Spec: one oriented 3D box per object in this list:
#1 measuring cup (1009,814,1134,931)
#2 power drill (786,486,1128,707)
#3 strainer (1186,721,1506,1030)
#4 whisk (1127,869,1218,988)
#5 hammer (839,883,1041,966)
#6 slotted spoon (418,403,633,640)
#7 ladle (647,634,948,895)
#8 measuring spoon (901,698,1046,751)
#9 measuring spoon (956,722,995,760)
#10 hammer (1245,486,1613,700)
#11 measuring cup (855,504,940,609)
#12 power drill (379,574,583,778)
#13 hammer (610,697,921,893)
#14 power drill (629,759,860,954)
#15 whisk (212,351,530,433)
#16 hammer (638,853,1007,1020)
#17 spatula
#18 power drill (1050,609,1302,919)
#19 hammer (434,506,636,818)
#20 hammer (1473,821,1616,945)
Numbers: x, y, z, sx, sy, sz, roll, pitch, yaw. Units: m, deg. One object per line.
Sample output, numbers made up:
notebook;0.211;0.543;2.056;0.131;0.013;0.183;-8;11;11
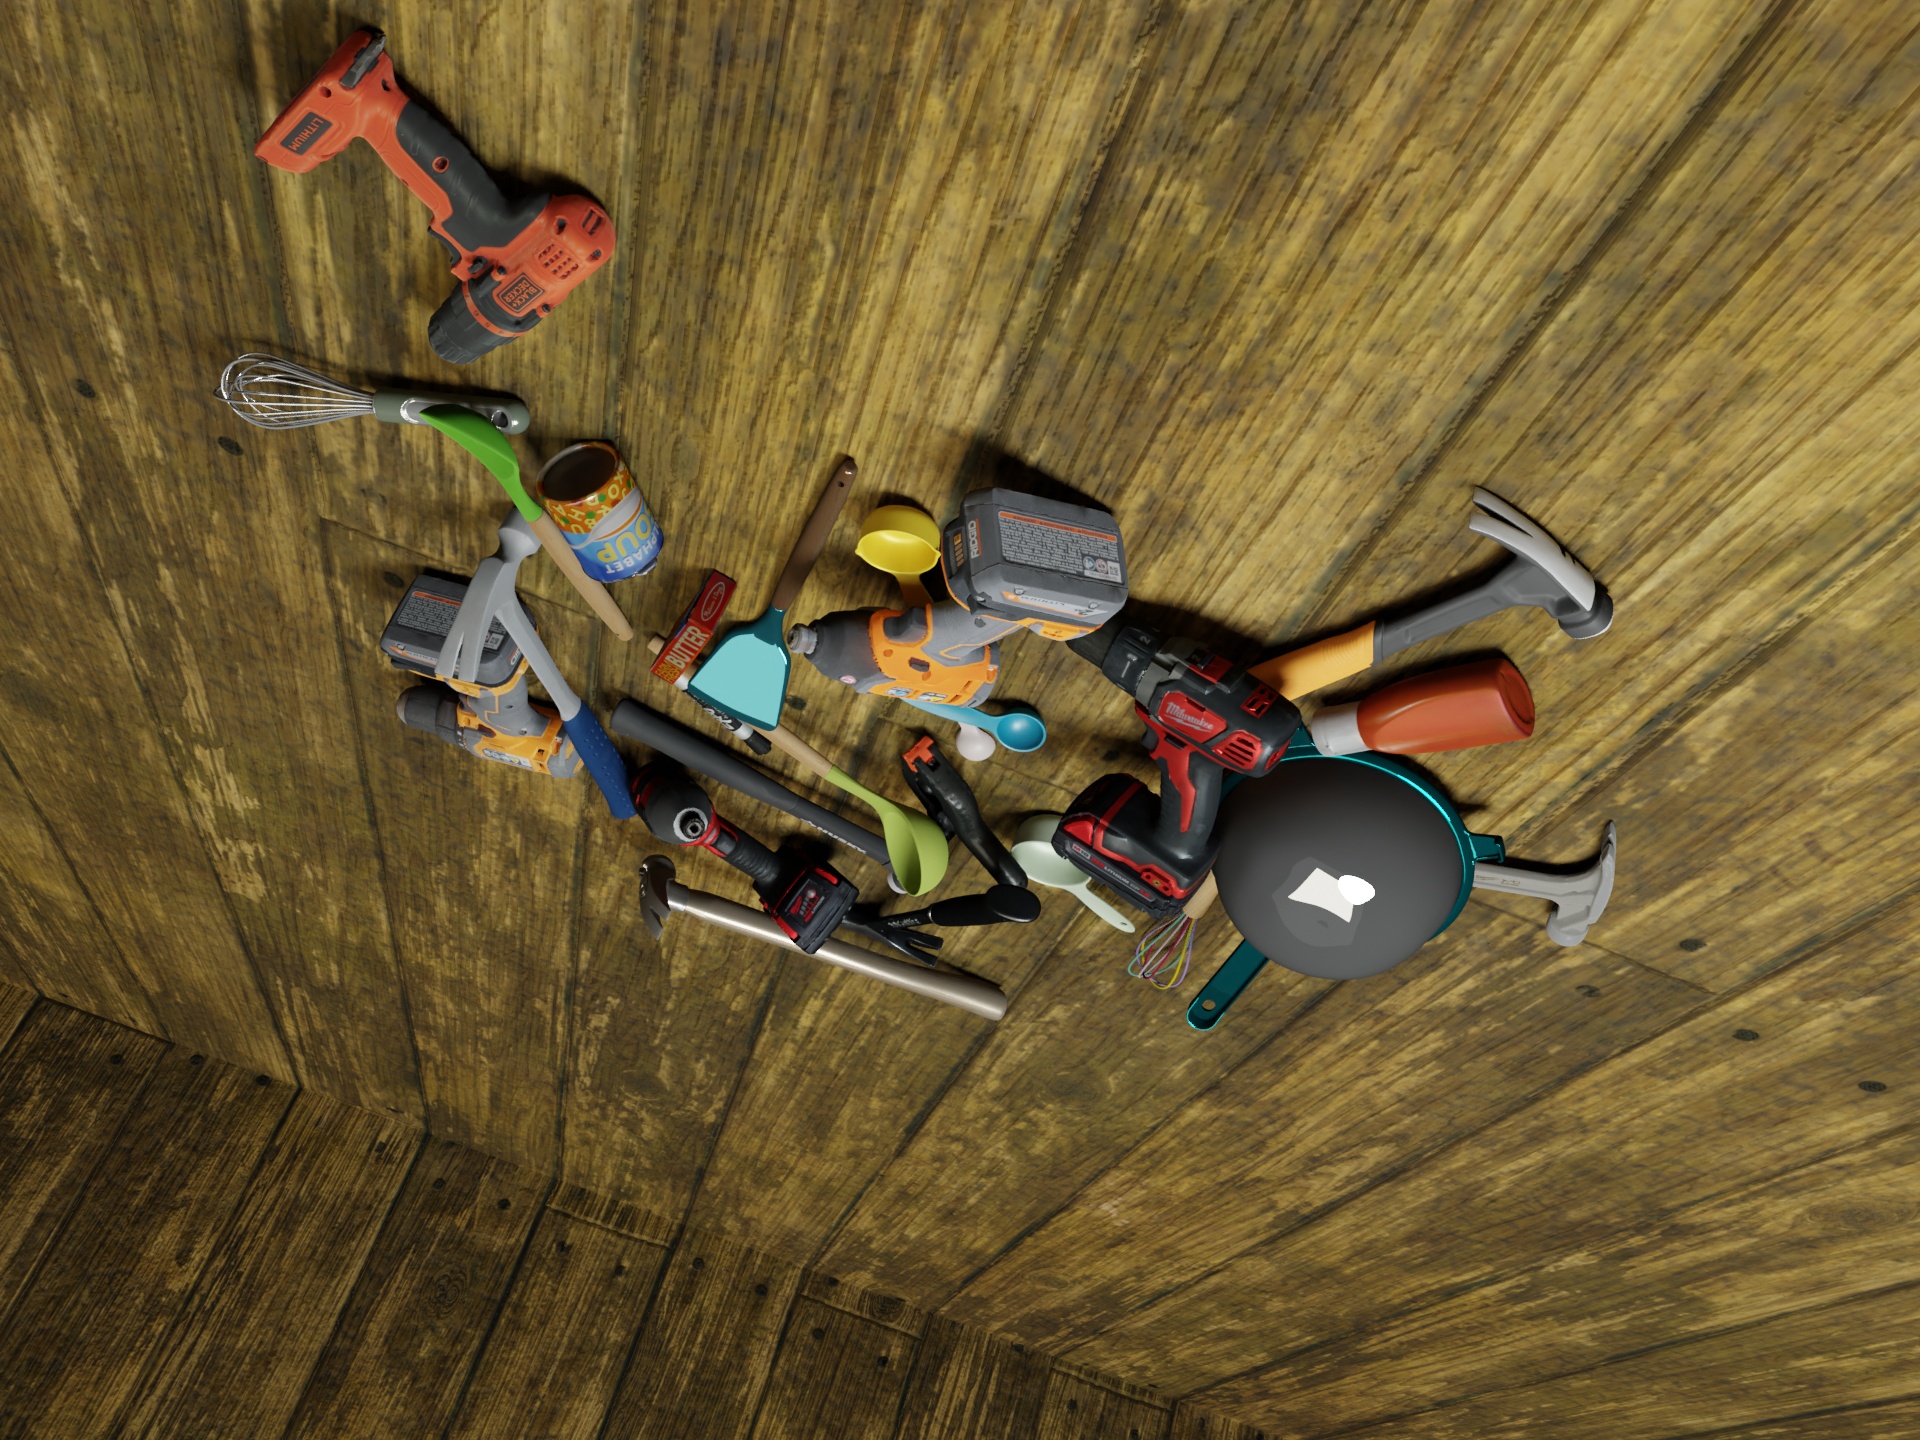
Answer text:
measuring cup;0.112;0.139;1.441;0.083;0.038;0.167;-13;137;40
power drill;-0.009;-0.076;1.103;0.164;0.084;0.226;8;156;-31
strainer;0.258;0.170;1.264;0.211;0.095;0.340;30;130;2
whisk;0.203;0.179;1.455;0.051;0.047;0.244;9;144;-7
hammer;-0.023;0.186;1.493;0.149;0.036;0.409;26;162;-16
slotted spoon;-0.316;-0.144;1.213;0.070;0.031;0.313;25;161;24
ladle;-0.141;0.037;1.357;0.320;0.062;0.078;37;157;-7
measuring spoon;0.009;-0.010;1.282;0.128;0.021;0.042;19;134;-2
measuring spoon;-0.002;-0.004;1.302;0.034;0.018;0.124;3;143;24
hammer;0.261;-0.050;1.088;0.127;0.034;0.337;34;144;-24
measuring cup;-0.033;-0.109;1.165;0.062;0.029;0.156;2;156;13
power drill;-0.444;-0.035;1.429;0.185;0.084;0.226;15;152;10
hammer;-0.166;0.069;1.459;0.334;0.035;0.146;29;163;-9
power drill;-0.208;0.124;1.502;0.219;0.078;0.143;39;175;-27
whisk;-0.429;-0.231;1.159;0.246;0.059;0.057;7;118;10
hammer;-0.134;0.240;1.637;0.410;0.038;0.146;22;-170;-19
spatula;-0.133;-0.094;1.212;0.082;0.044;0.317;27;146;-7
power drill;0.134;0.023;1.175;0.188;0.080;0.226;33;139;16
hammer;-0.347;-0.011;1.387;0.035;0.144;0.405;15;154;13
hammer;0.331;0.106;1.281;0.359;0.037;0.149;9;146;15
